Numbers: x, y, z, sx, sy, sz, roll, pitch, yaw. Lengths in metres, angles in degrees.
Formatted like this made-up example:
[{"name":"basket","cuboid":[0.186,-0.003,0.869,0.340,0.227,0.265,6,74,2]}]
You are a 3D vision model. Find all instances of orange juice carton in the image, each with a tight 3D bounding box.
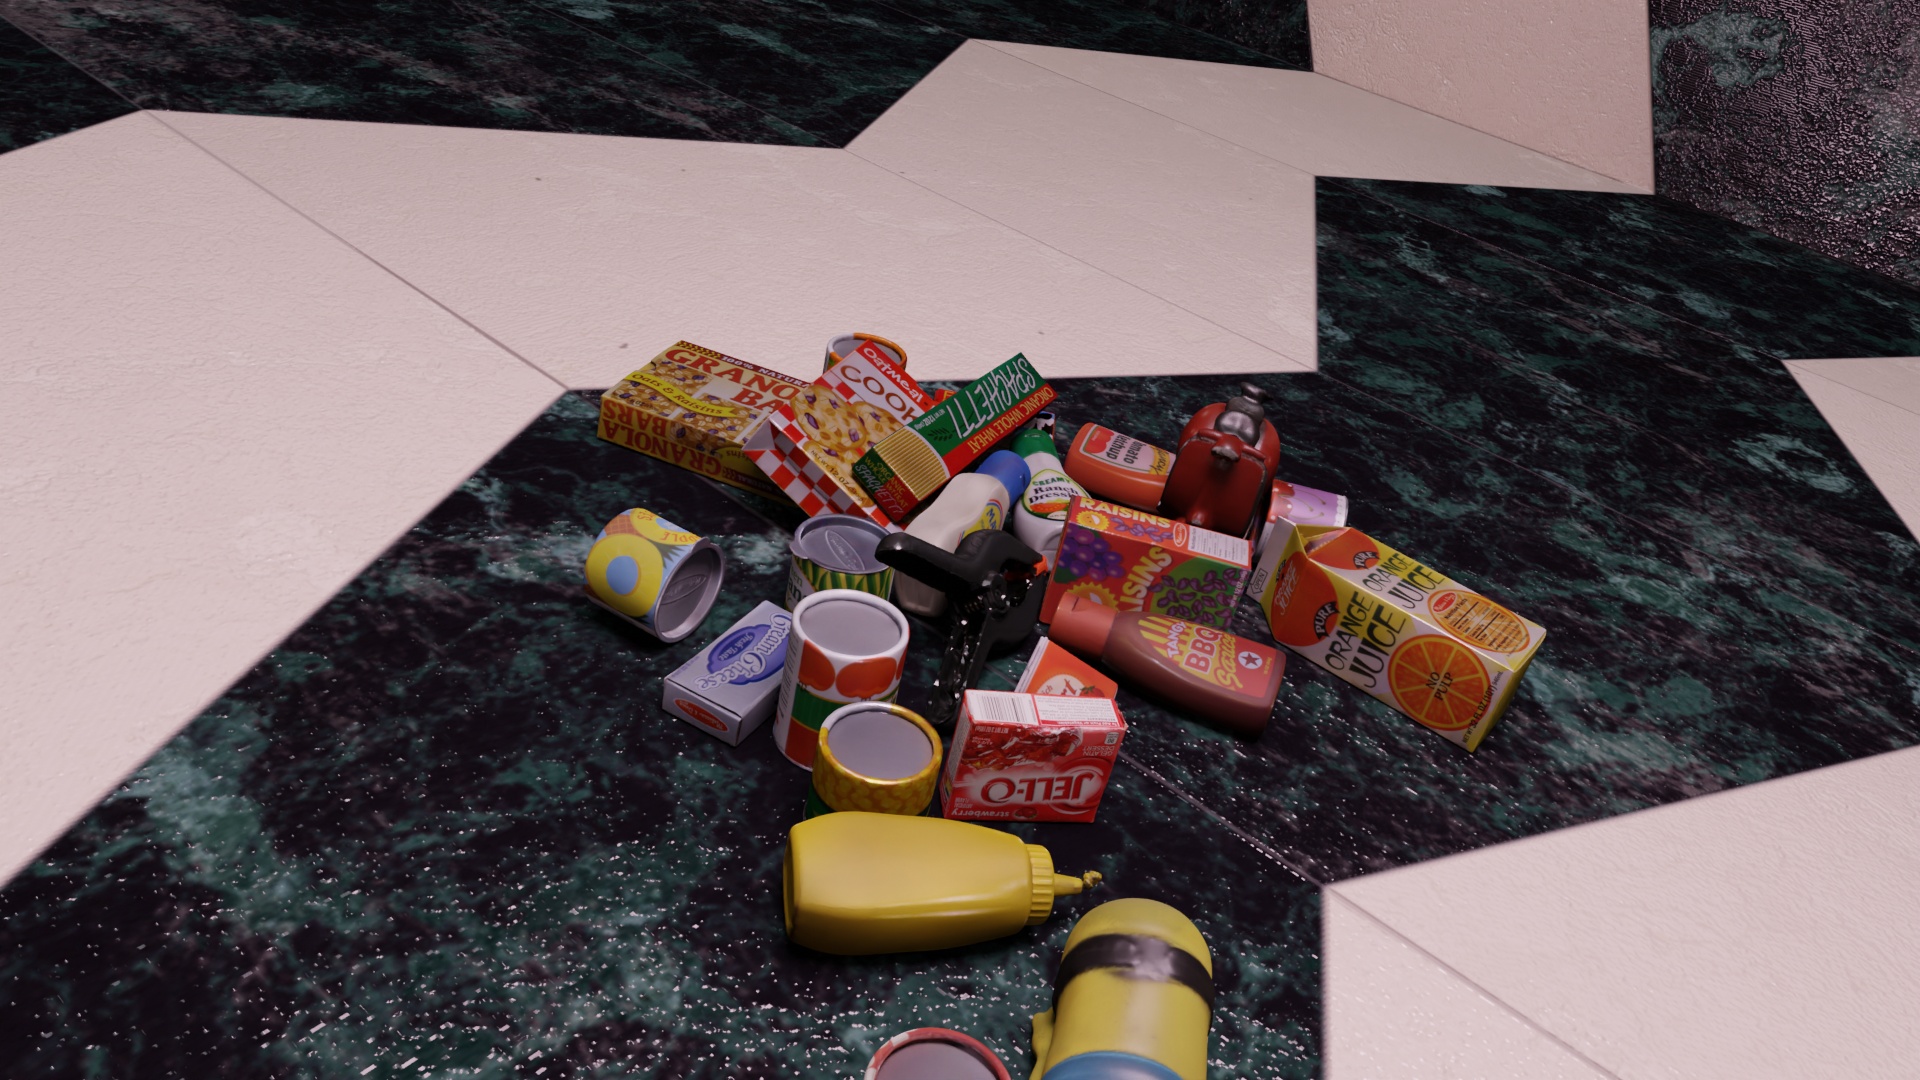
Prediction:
[{"name":"orange juice carton","cuboid":[0.290,0.055,0.958,0.193,0.071,0.073,31,36,27]}]

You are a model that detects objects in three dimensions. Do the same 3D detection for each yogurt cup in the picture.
[{"name":"yogurt cup","cuboid":[0.057,0.098,0.815,0.054,0.072,0.073,25,33,4]}]

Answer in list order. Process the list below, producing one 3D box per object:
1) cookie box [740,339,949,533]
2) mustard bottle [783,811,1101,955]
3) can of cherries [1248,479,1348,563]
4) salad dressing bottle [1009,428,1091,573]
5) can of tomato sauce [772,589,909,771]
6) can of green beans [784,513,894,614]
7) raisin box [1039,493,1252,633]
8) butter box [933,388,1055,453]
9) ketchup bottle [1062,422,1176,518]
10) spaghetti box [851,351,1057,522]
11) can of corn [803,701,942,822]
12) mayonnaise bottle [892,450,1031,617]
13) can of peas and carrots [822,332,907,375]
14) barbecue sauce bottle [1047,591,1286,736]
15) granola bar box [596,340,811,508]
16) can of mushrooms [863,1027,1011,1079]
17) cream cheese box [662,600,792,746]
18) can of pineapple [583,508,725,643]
[{"name":"cookie box","cuboid":[-0.065,-0.067,1.002,0.123,0.040,0.168,44,34,-3]},{"name":"mustard bottle","cuboid":[-0.006,0.171,0.688,0.160,0.048,0.065,5,43,-14]},{"name":"can of cherries","cuboid":[0.255,-0.010,1.053,0.058,0.071,0.072,14,32,4]},{"name":"salad dressing bottle","cuboid":[0.065,-0.033,1.039,0.064,0.043,0.148,-1,33,-9]},{"name":"can of tomato sauce","cuboid":[-0.065,0.079,0.779,0.071,0.082,0.071,9,32,-6]},{"name":"can of green beans","cuboid":[-0.076,0.024,0.884,0.071,0.057,0.071,10,32,-6]},{"name":"raisin box","cuboid":[0.123,0.027,0.928,0.123,0.085,0.040,15,33,2]},{"name":"butter box","cuboid":[0.025,-0.094,1.140,0.103,0.024,0.053,12,32,-1]},{"name":"ketchup bottle","cuboid":[0.158,-0.045,1.095,0.149,0.043,0.065,21,36,12]},{"name":"spaghetti box","cuboid":[0.003,-0.083,1.028,0.050,0.028,0.251,50,35,0]},{"name":"can of corn","cuboid":[-0.044,0.128,0.732,0.071,0.058,0.071,9,32,-6]},{"name":"mayonnaise bottle","cuboid":[0.003,-0.012,0.950,0.041,0.064,0.149,15,38,22]},{"name":"can of peas and carrots","cuboid":[-0.077,-0.127,1.122,0.071,0.058,0.071,9,32,-6]},{"name":"barbecue sauce bottle","cuboid":[0.131,0.075,0.895,0.148,0.043,0.065,19,39,11]},{"name":"granola bar box","cuboid":[-0.170,-0.092,1.051,0.166,0.038,0.125,19,32,9]},{"name":"can of mushrooms","cuboid":[-0.010,0.242,0.590,0.071,0.033,0.071,9,32,-5]},{"name":"cream cheese box","cuboid":[-0.123,0.076,0.818,0.053,0.024,0.104,25,33,17]},{"name":"can of pineapple","cuboid":[-0.185,0.019,0.843,0.058,0.070,0.071,25,34,19]}]
